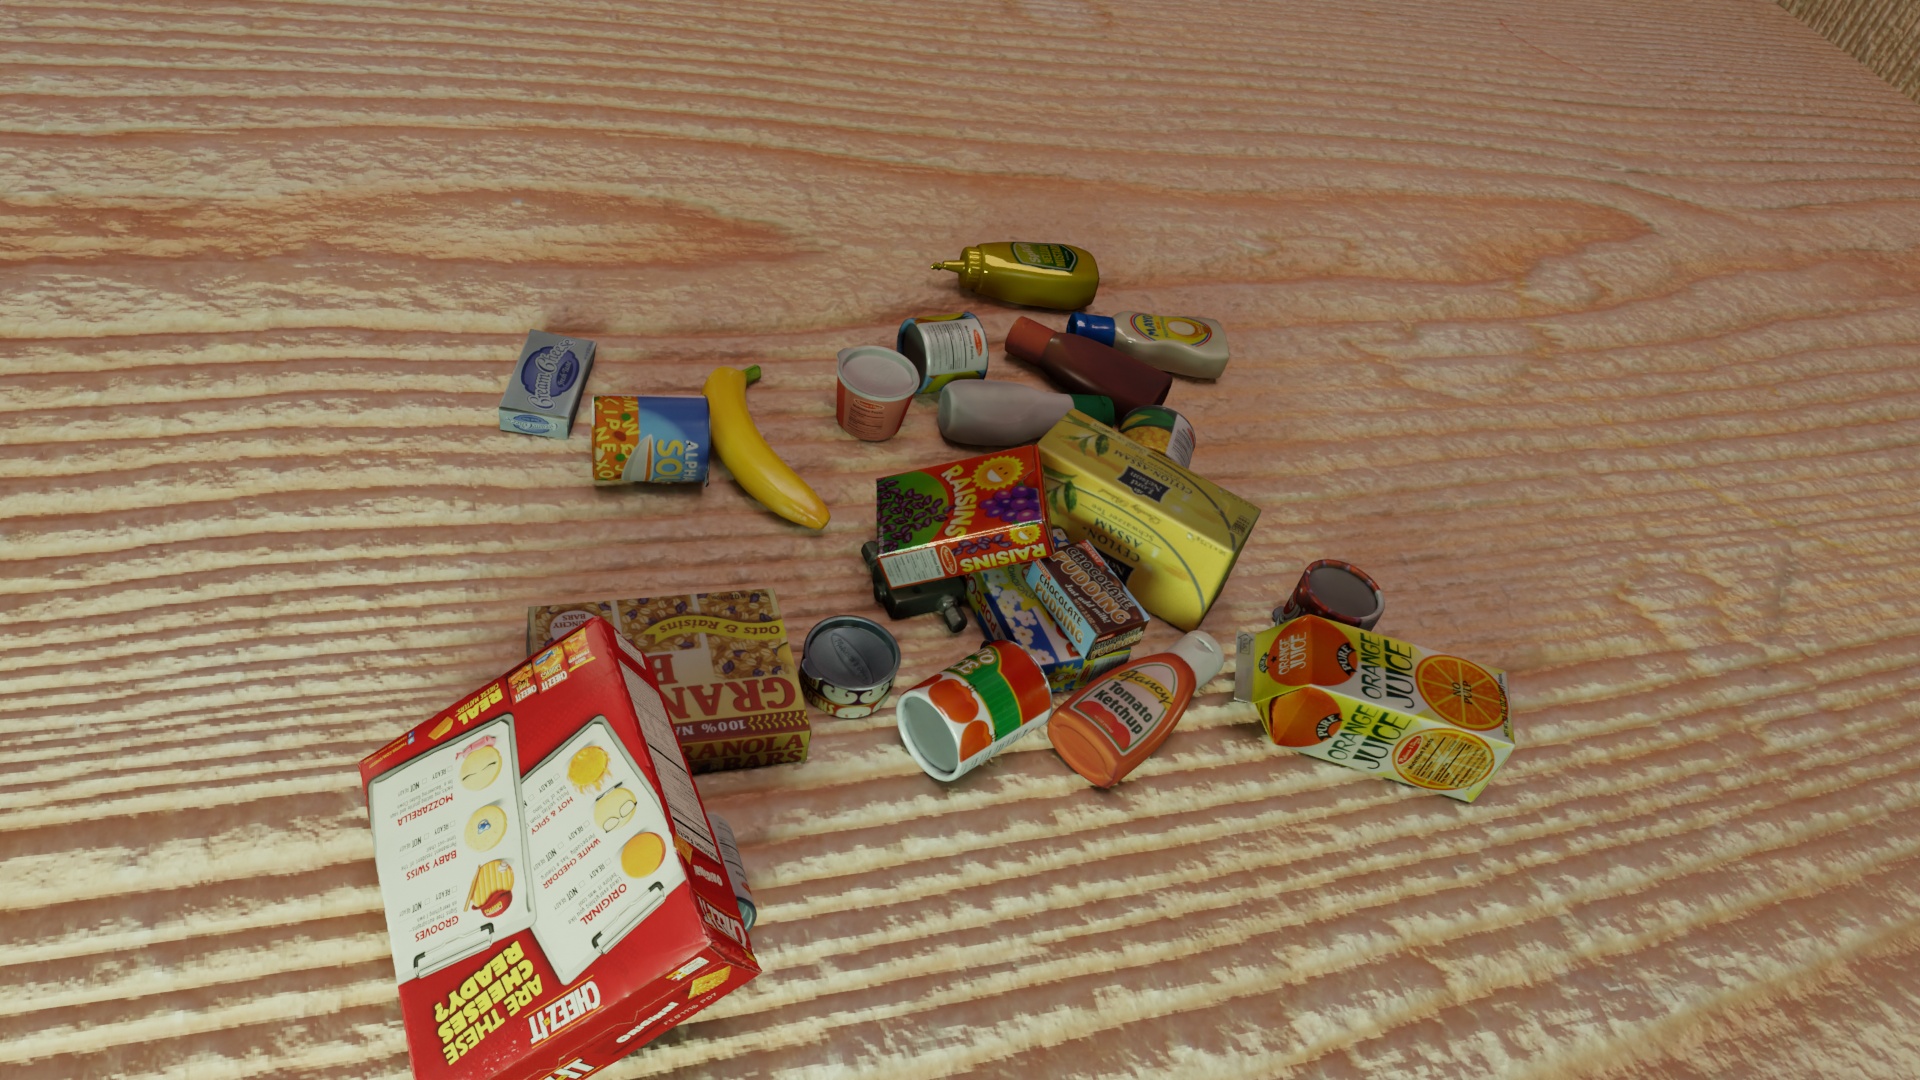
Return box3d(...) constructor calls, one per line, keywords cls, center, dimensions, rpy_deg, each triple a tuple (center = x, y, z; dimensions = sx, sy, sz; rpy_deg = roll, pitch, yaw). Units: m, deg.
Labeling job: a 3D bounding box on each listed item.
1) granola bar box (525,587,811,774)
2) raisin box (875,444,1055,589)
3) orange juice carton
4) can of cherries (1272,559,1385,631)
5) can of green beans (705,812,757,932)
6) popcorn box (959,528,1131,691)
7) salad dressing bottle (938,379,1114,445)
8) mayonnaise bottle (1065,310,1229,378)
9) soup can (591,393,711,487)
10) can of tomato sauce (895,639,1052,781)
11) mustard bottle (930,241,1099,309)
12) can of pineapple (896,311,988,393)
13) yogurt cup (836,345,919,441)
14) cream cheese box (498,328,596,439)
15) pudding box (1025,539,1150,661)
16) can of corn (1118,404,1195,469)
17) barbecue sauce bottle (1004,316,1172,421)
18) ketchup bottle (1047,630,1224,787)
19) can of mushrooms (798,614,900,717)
box3d(cls="granola bar box", center=(-0.191, 0.093, 0.900), dimensions=(0.166, 0.038, 0.125), rpy_deg=(-4, 47, -20))
box3d(cls="raisin box", center=(0.002, -0.018, 1.005), dimensions=(0.123, 0.040, 0.086), rpy_deg=(-12, 42, 8))
box3d(cls="orange juice carton", center=(0.290, 0.115, 1.000), dimensions=(0.193, 0.072, 0.072), rpy_deg=(16, 43, 0))
box3d(cls="can of cherries", center=(0.282, 0.056, 1.069), dimensions=(0.071, 0.058, 0.072), rpy_deg=(9, 44, -9))
box3d(cls="can of green beans", center=(-0.155, 0.196, 0.786), dimensions=(0.071, 0.070, 0.058), rpy_deg=(-7, 47, -23))
box3d(cls="popcorn box", center=(0.058, 0.051, 1.019), dimensions=(0.085, 0.038, 0.127), rpy_deg=(-8, 48, -24))
box3d(cls="salad dressing bottle", center=(0.057, -0.108, 1.180), dimensions=(0.148, 0.043, 0.064), rpy_deg=(1, 43, -18))
box3d(cls="mayonnaise bottle", center=(0.174, -0.187, 1.298), dimensions=(0.148, 0.041, 0.065), rpy_deg=(5, 46, -13))
box3d(cls="soup can", center=(-0.232, -0.074, 1.041), dimensions=(0.084, 0.071, 0.072), rpy_deg=(-1, 46, -17))
box3d(cls="can of tomato sauce", center=(0.008, 0.110, 0.922), dimensions=(0.083, 0.070, 0.071), rpy_deg=(-26, 57, -35))
box3d(cls="mustard bottle", center=(0.051, -0.256, 1.327), dimensions=(0.160, 0.048, 0.065), rpy_deg=(2, 43, -16))
box3d(cls="can of pineapple", center=(-0.017, -0.161, 1.198), dimensions=(0.058, 0.070, 0.071), rpy_deg=(-10, 49, -26))
box3d(cls="yogurt cup", center=(-0.072, -0.119, 1.144), dimensions=(0.072, 0.053, 0.073), rpy_deg=(9, 44, -8))
box3d(cls="cream cheese box", center=(-0.324, -0.124, 1.093), dimensions=(0.053, 0.024, 0.104), rpy_deg=(9, 43, -7))
box3d(cls="pudding box", center=(0.090, 0.042, 0.988), dimensions=(0.050, 0.030, 0.084), rpy_deg=(-13, 51, -30))
box3d(cls="can of corn", center=(0.156, -0.069, 1.155), dimensions=(0.071, 0.070, 0.058), rpy_deg=(20, 43, 3))
box3d(cls="barbecue sauce bottle", center=(0.112, -0.155, 1.245), dimensions=(0.149, 0.043, 0.065), rpy_deg=(28, 44, 13))
box3d(cls="ketchup bottle", center=(0.129, 0.112, 0.976), dimensions=(0.065, 0.043, 0.149), rpy_deg=(42, 48, 20))
box3d(cls="can of mushrooms", center=(-0.078, 0.086, 0.945), dimensions=(0.071, 0.033, 0.071), rpy_deg=(9, 44, -9))
